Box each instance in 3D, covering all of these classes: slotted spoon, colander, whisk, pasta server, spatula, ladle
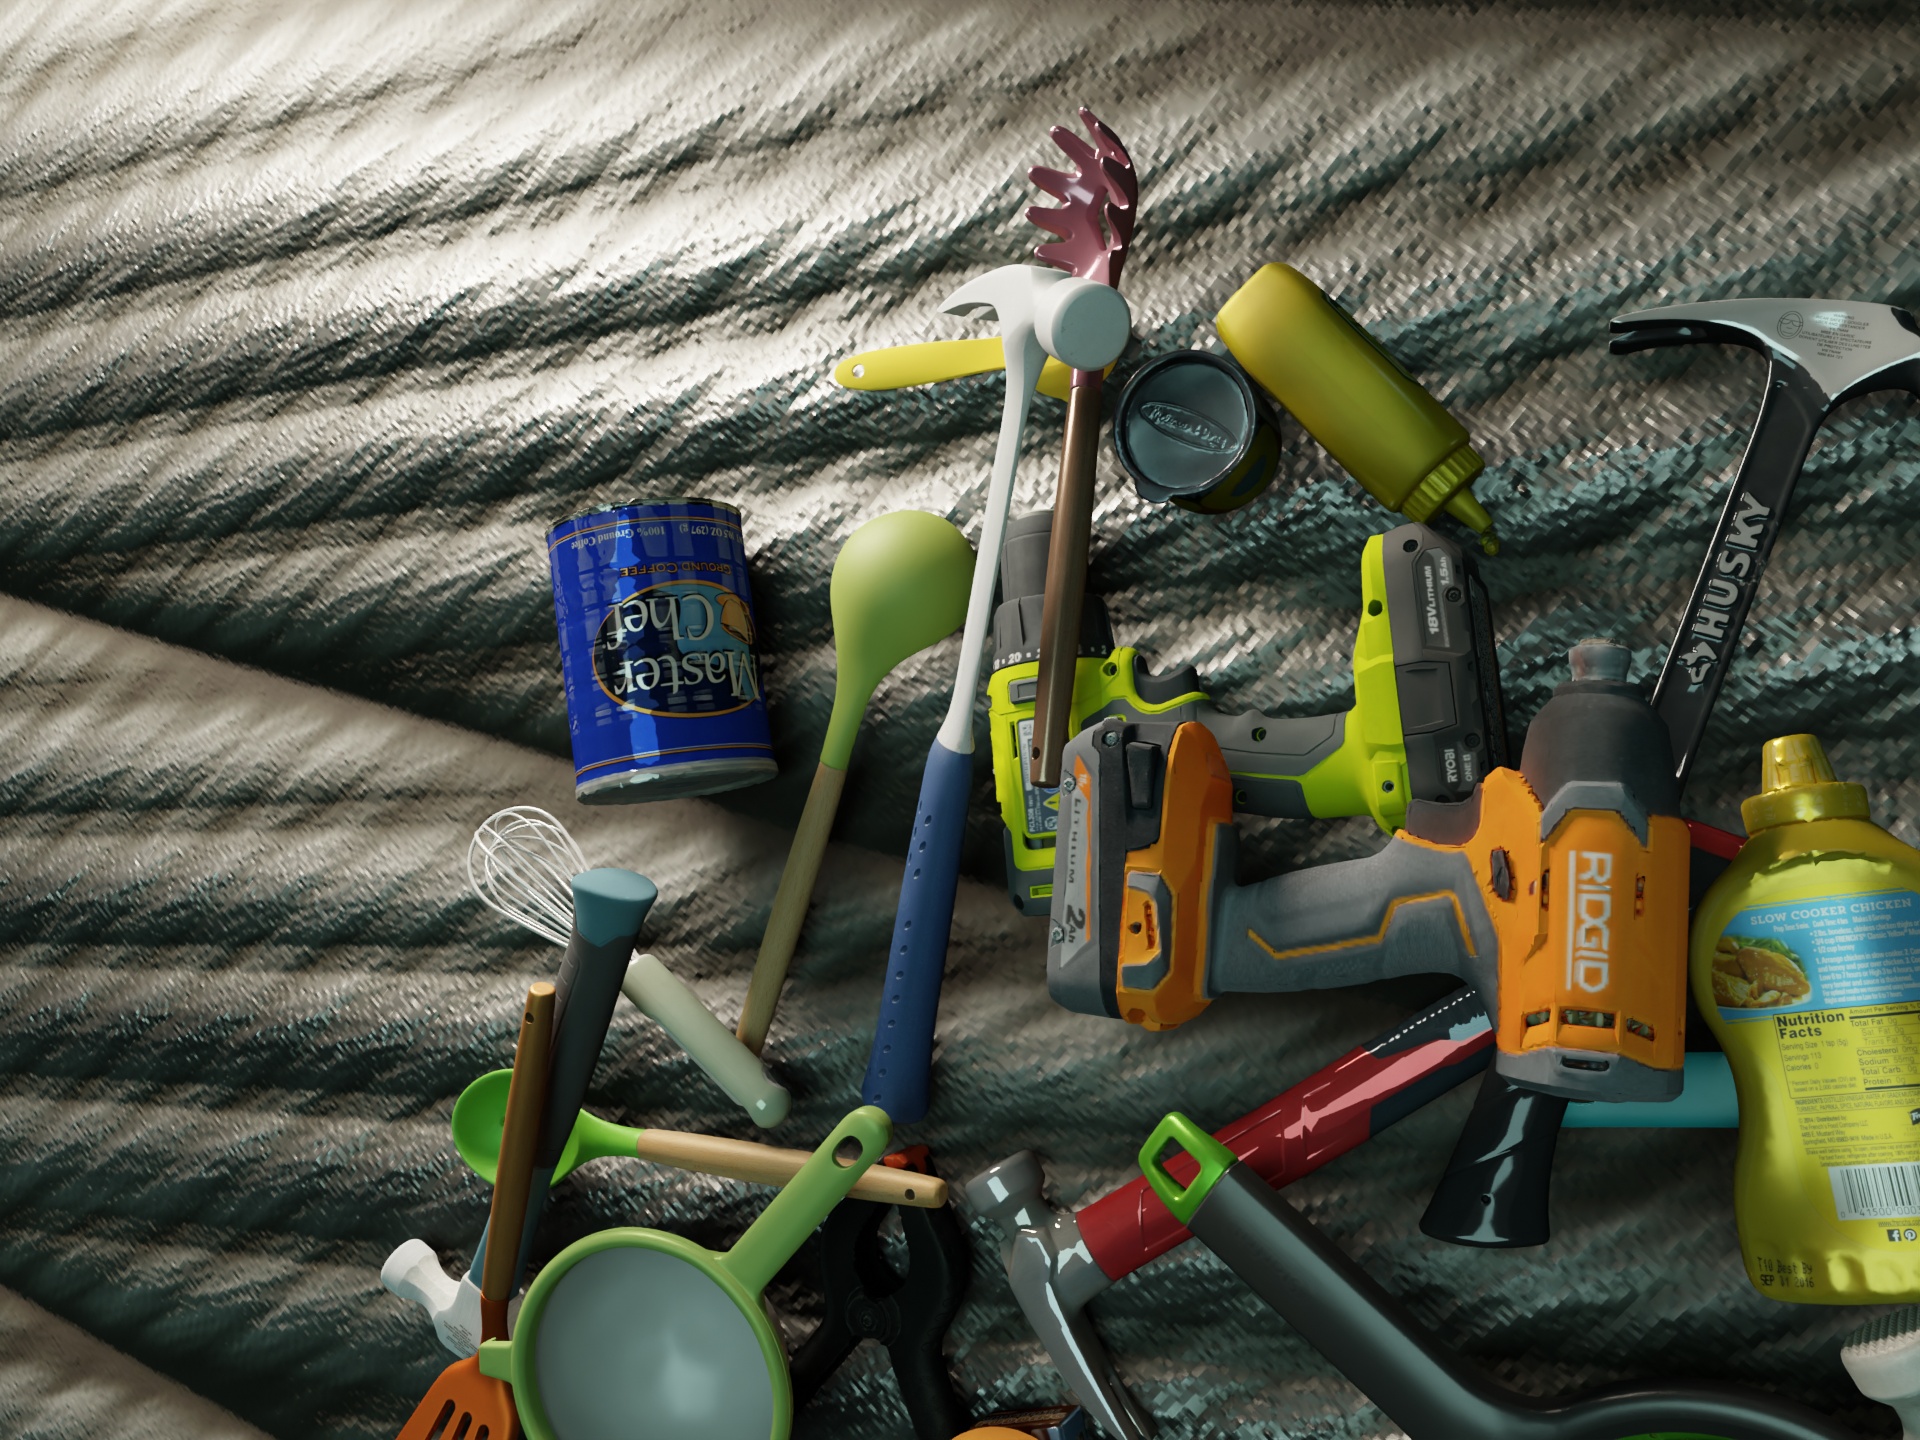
[{"bbox_3d":[-0.142,0.224,0.822,0.314,0.031,0.070,-1,95,31],"label":"slotted spoon"},{"bbox_3d":[0.239,0.295,0.636,0.397,0.094,0.204,40,109,25],"label":"colander"},{"bbox_3d":[-0.178,0.129,0.842,0.246,0.057,0.059,39,83,23],"label":"whisk"},{"bbox_3d":[0.048,-0.126,0.723,0.060,0.040,0.316,-12,68,56],"label":"pasta server"},{"bbox_3d":[-0.241,0.278,0.813,0.081,0.041,0.322,23,112,25],"label":"spatula"},{"bbox_3d":[-0.066,0.046,0.818,0.078,0.062,0.320,24,103,26],"label":"ladle"}]

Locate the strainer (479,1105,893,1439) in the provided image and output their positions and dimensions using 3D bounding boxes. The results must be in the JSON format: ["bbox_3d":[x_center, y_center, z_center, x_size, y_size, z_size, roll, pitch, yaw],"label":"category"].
[{"bbox_3d":[-0.109,0.277,0.777,0.151,0.069,0.256,42,102,12],"label":"strainer"}]

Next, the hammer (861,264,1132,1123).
[{"bbox_3d":[-0.001,-0.002,0.730,0.144,0.035,0.405,-131,47,-62],"label":"hammer"}]

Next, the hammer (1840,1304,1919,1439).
[{"bbox_3d":[0.201,0.357,0.583,0.410,0.038,0.146,-36,73,26],"label":"hammer"}]

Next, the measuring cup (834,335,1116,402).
[{"bbox_3d":[0.003,-0.186,0.799,0.156,0.029,0.062,-4,86,21],"label":"measuring cup"}]

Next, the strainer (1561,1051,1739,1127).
[{"bbox_3d":[0.392,0.135,0.584,0.340,0.095,0.211,-9,76,33],"label":"strainer"}]

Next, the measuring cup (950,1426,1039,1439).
[{"bbox_3d":[0.012,0.408,0.718,0.095,0.052,0.173,5,91,25],"label":"measuring cup"}]

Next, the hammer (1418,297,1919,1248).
[{"bbox_3d":[0.271,0.016,0.629,0.149,0.036,0.409,21,84,26],"label":"hammer"}]

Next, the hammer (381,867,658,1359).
[{"bbox_3d":[-0.219,0.213,0.827,0.128,0.033,0.331,31,116,19],"label":"hammer"}]

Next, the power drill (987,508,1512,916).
[{"bbox_3d":[0.118,-0.016,0.716,0.228,0.080,0.191,-9,81,25],"label":"power drill"}]

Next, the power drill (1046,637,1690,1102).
[{"bbox_3d":[0.154,0.049,0.605,0.226,0.084,0.164,2,84,25],"label":"power drill"}]

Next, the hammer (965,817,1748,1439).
[{"bbox_3d":[0.187,0.175,0.695,0.386,0.038,0.143,-36,75,18],"label":"hammer"}]
